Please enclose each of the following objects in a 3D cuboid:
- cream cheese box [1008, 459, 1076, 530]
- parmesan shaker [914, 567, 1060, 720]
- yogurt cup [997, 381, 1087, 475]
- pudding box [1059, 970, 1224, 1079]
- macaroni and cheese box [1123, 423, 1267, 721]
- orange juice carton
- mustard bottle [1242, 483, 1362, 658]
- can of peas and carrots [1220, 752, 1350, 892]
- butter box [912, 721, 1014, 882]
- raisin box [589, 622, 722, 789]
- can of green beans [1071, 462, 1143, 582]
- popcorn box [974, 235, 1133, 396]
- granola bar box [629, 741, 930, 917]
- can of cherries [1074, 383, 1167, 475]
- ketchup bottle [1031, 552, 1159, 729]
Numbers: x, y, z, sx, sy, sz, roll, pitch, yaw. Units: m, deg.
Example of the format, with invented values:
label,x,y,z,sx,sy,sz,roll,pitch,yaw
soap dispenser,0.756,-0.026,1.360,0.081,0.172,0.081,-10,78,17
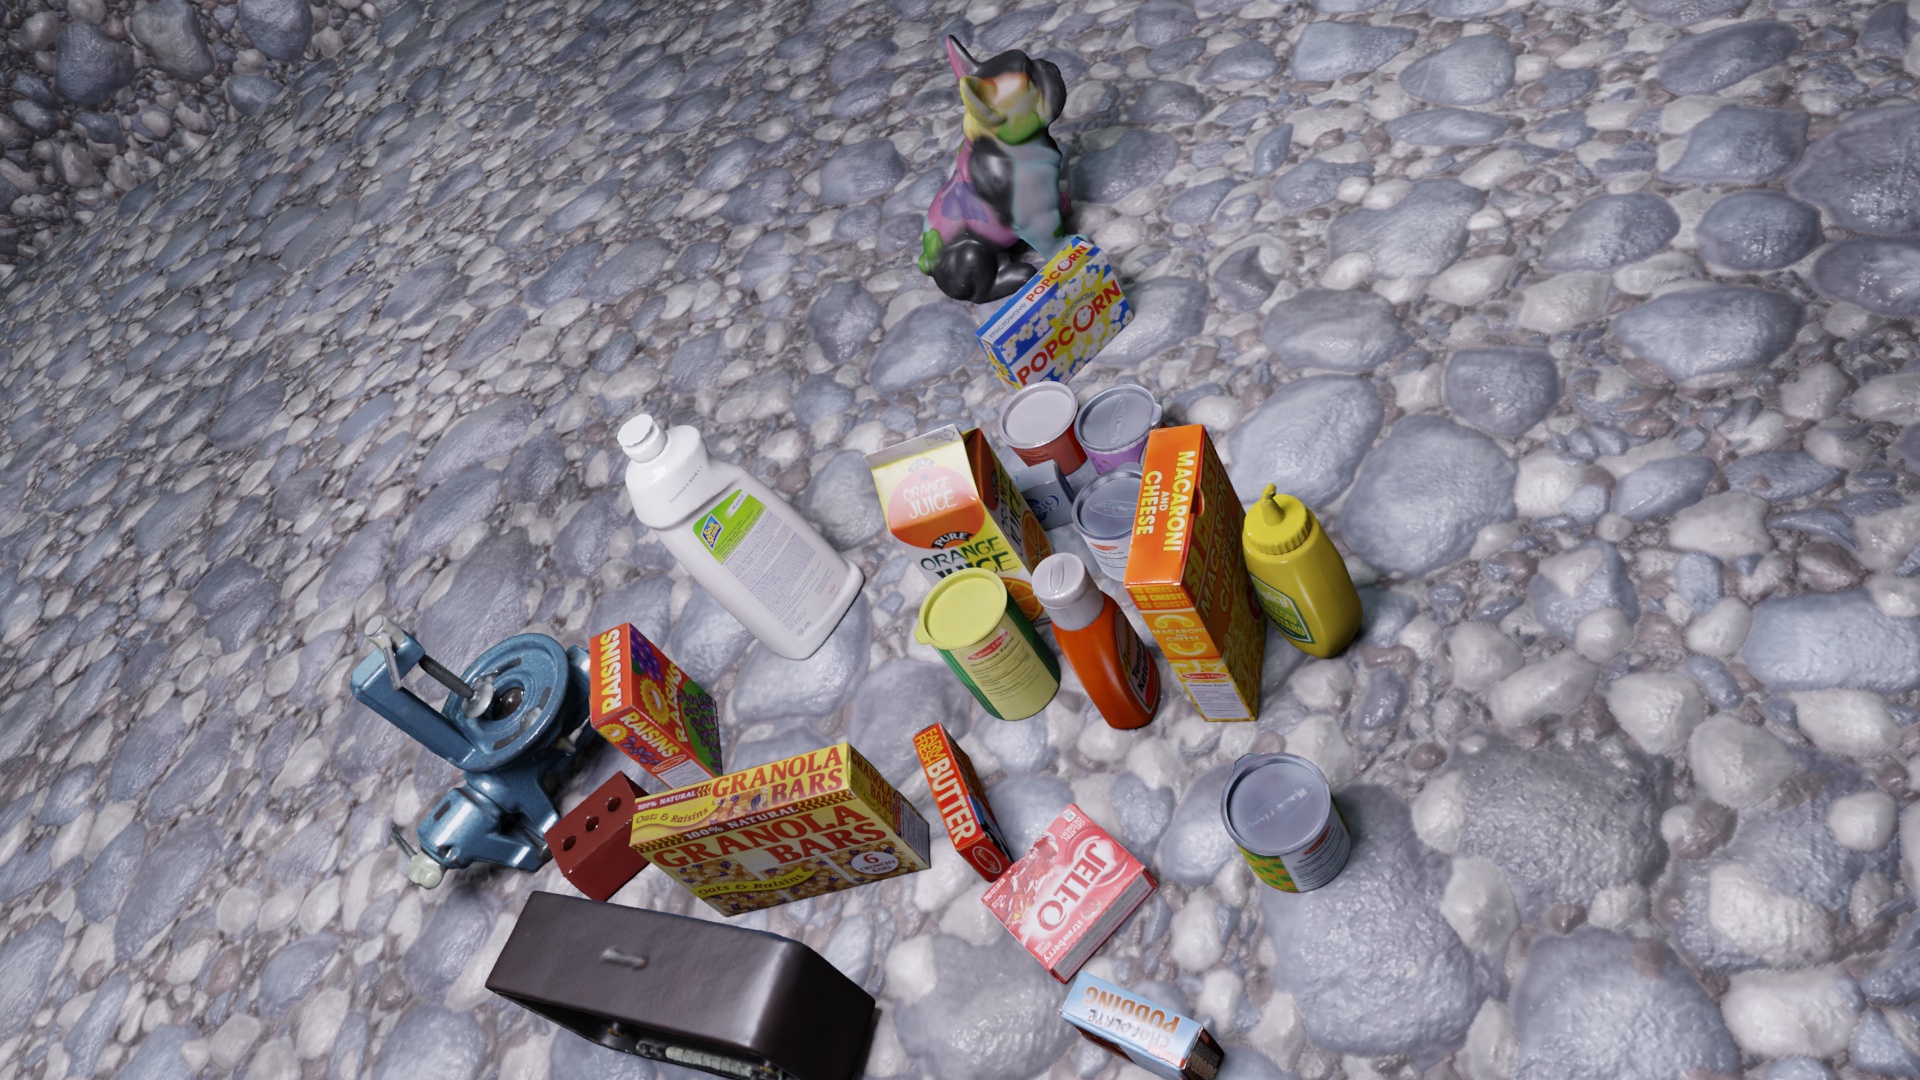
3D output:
label,x,y,z,sx,sy,sz,roll,pitch,yaw
cream cheese box,0.037,-0.025,1.094,0.103,0.053,0.024,-18,47,16
parmesan shaker,0.020,0.076,0.985,0.071,0.102,0.072,-16,48,18
yogurt cup,0.071,-0.087,1.125,0.072,0.053,0.073,-16,48,18
pudding box,0.104,0.284,0.802,0.084,0.049,0.030,13,62,37
macaroni and cheese box,0.159,0.024,0.904,0.040,0.166,0.124,-5,52,27
orange juice carton,0.004,-0.013,1.005,0.072,0.192,0.073,-17,48,18
mustard bottle,0.211,0.014,0.886,0.049,0.159,0.065,-45,46,-10
can of peas and carrots,0.195,0.169,0.839,0.071,0.058,0.071,-16,48,18
butter box,0.001,0.178,0.947,0.024,0.053,0.104,-31,45,5
raisin box,-0.235,0.132,1.071,0.040,0.123,0.086,-25,46,10
can of green beans,0.124,-0.011,1.030,0.071,0.057,0.071,-16,48,18
popcorn box,0.080,-0.182,1.177,0.127,0.085,0.038,-45,46,-10
granola bar box,-0.121,0.200,0.949,0.165,0.123,0.039,-17,48,17
can of cherries,0.132,-0.078,1.080,0.071,0.058,0.072,-16,48,18
ketchup bottle,0.090,0.065,0.922,0.043,0.148,0.065,-11,50,23
